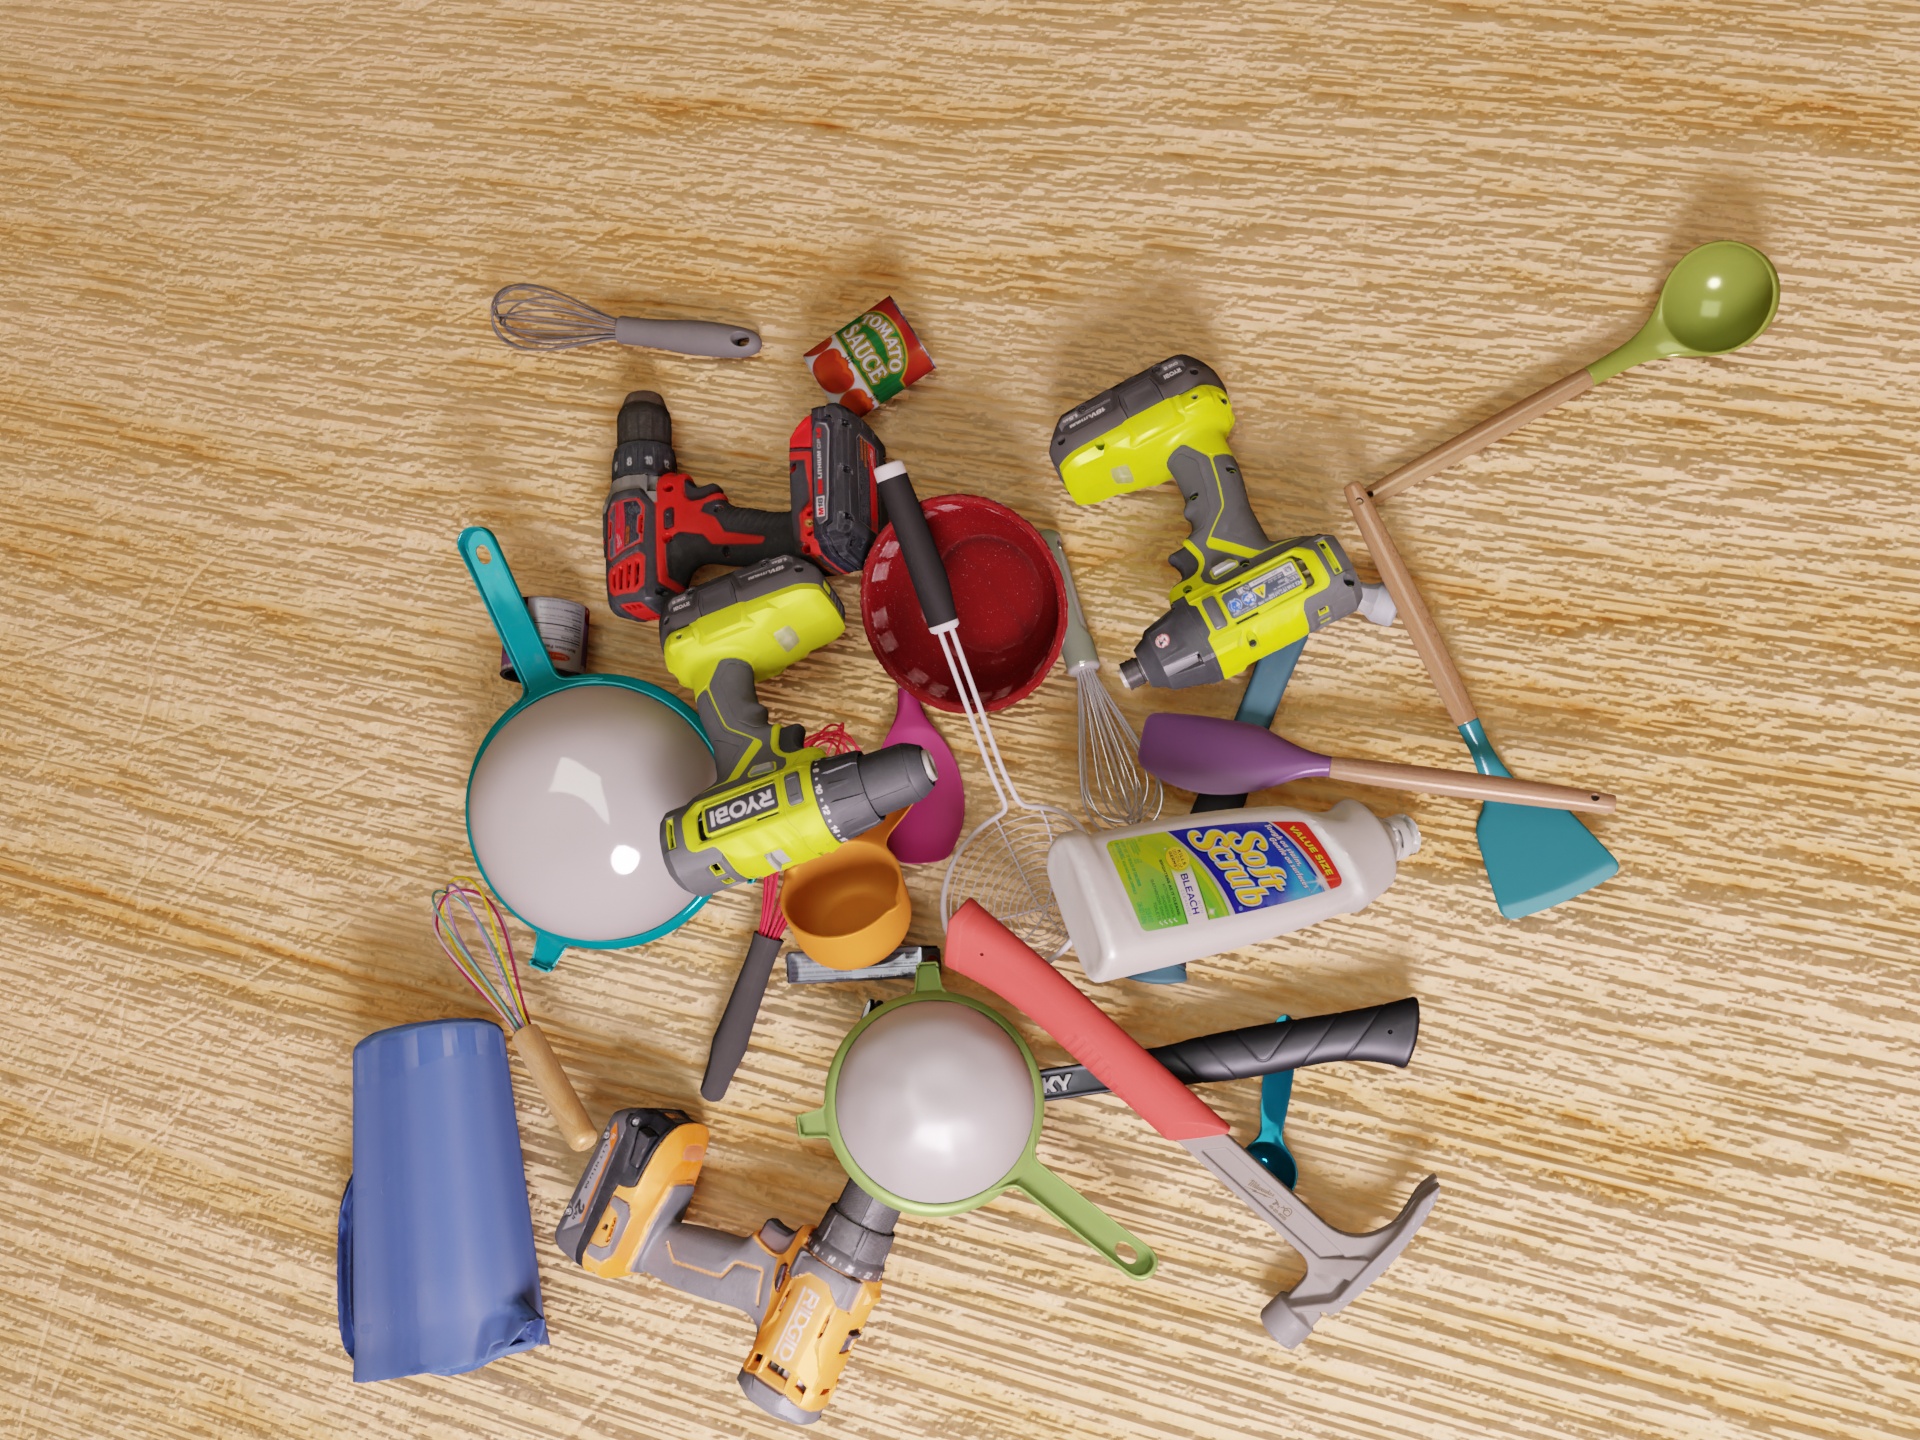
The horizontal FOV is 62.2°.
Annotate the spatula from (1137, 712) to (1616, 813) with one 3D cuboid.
[{"bbox_3d":[0.278,0.037,1.084,0.316,0.018,0.060,7,65,15],"label":"spatula"}]

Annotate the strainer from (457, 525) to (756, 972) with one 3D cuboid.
[{"bbox_3d":[-0.300,0.014,1.167,0.211,0.095,0.340,-24,93,4],"label":"strainer"}]

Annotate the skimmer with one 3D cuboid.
[{"bbox_3d":[-0.002,-0.004,1.111,0.127,0.090,0.363,-17,97,27],"label":"skimmer"}]

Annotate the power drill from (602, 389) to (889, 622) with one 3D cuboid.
[{"bbox_3d":[-0.175,-0.183,1.232,0.227,0.080,0.188,-8,74,19],"label":"power drill"}]

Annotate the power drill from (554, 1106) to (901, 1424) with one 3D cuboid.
[{"bbox_3d":[-0.151,0.348,1.108,0.226,0.084,0.185,24,85,25],"label":"power drill"}]

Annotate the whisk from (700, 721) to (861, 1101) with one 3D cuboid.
[{"bbox_3d":[-0.135,0.141,1.175,0.073,0.073,0.296,19,89,15],"label":"whisk"}]

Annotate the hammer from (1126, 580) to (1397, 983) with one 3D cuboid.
[{"bbox_3d":[0.196,0.036,1.133,0.128,0.033,0.331,21,84,15],"label":"hammer"}]

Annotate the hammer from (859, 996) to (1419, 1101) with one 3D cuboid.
[{"bbox_3d":[0.112,0.240,1.102,0.409,0.036,0.149,-12,75,12],"label":"hammer"}]

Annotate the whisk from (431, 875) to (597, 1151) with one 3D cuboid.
[{"bbox_3d":[-0.329,0.211,1.172,0.047,0.051,0.245,-37,63,-3],"label":"whisk"}]

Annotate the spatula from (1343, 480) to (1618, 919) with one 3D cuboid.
[{"bbox_3d":[0.339,-0.023,1.092,0.082,0.044,0.317,-26,86,11],"label":"spatula"}]

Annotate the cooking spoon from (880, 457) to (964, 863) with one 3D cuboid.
[{"bbox_3d":[-0.042,-0.049,1.210,0.068,0.017,0.319,-4,77,-6],"label":"cooking spoon"}]

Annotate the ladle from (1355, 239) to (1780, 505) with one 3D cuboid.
[{"bbox_3d":[0.421,-0.234,1.126,0.320,0.062,0.078,-29,74,8],"label":"ladle"}]

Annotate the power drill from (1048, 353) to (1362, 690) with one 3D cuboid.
[{"bbox_3d":[0.157,-0.135,1.129,0.171,0.080,0.223,-27,63,6],"label":"power drill"}]

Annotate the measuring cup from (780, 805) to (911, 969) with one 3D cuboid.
[{"bbox_3d":[-0.059,0.105,1.145,0.095,0.052,0.174,13,49,27],"label":"measuring cup"}]

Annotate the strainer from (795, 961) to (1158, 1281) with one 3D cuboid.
[{"bbox_3d":[0.027,0.278,1.044,0.256,0.069,0.151,36,68,11],"label":"strainer"}]

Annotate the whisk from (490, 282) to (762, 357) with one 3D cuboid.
[{"bbox_3d":[-0.277,-0.323,1.306,0.239,0.055,0.055,9,81,10],"label":"whisk"}]

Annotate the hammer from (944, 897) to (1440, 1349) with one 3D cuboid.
[{"bbox_3d":[0.136,0.241,1.052,0.359,0.036,0.149,42,98,5],"label":"hammer"}]

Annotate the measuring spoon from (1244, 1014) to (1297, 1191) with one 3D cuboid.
[{"bbox_3d":[0.217,0.268,1.094,0.042,0.021,0.129,4,71,21],"label":"measuring spoon"}]

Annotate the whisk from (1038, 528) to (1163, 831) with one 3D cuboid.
[{"bbox_3d":[0.093,-0.031,1.162,0.059,0.057,0.246,-19,71,13],"label":"whisk"}]

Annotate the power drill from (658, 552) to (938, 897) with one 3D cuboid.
[{"bbox_3d":[-0.123,-0.002,1.123,0.190,0.080,0.229,-21,55,9],"label":"power drill"}]
